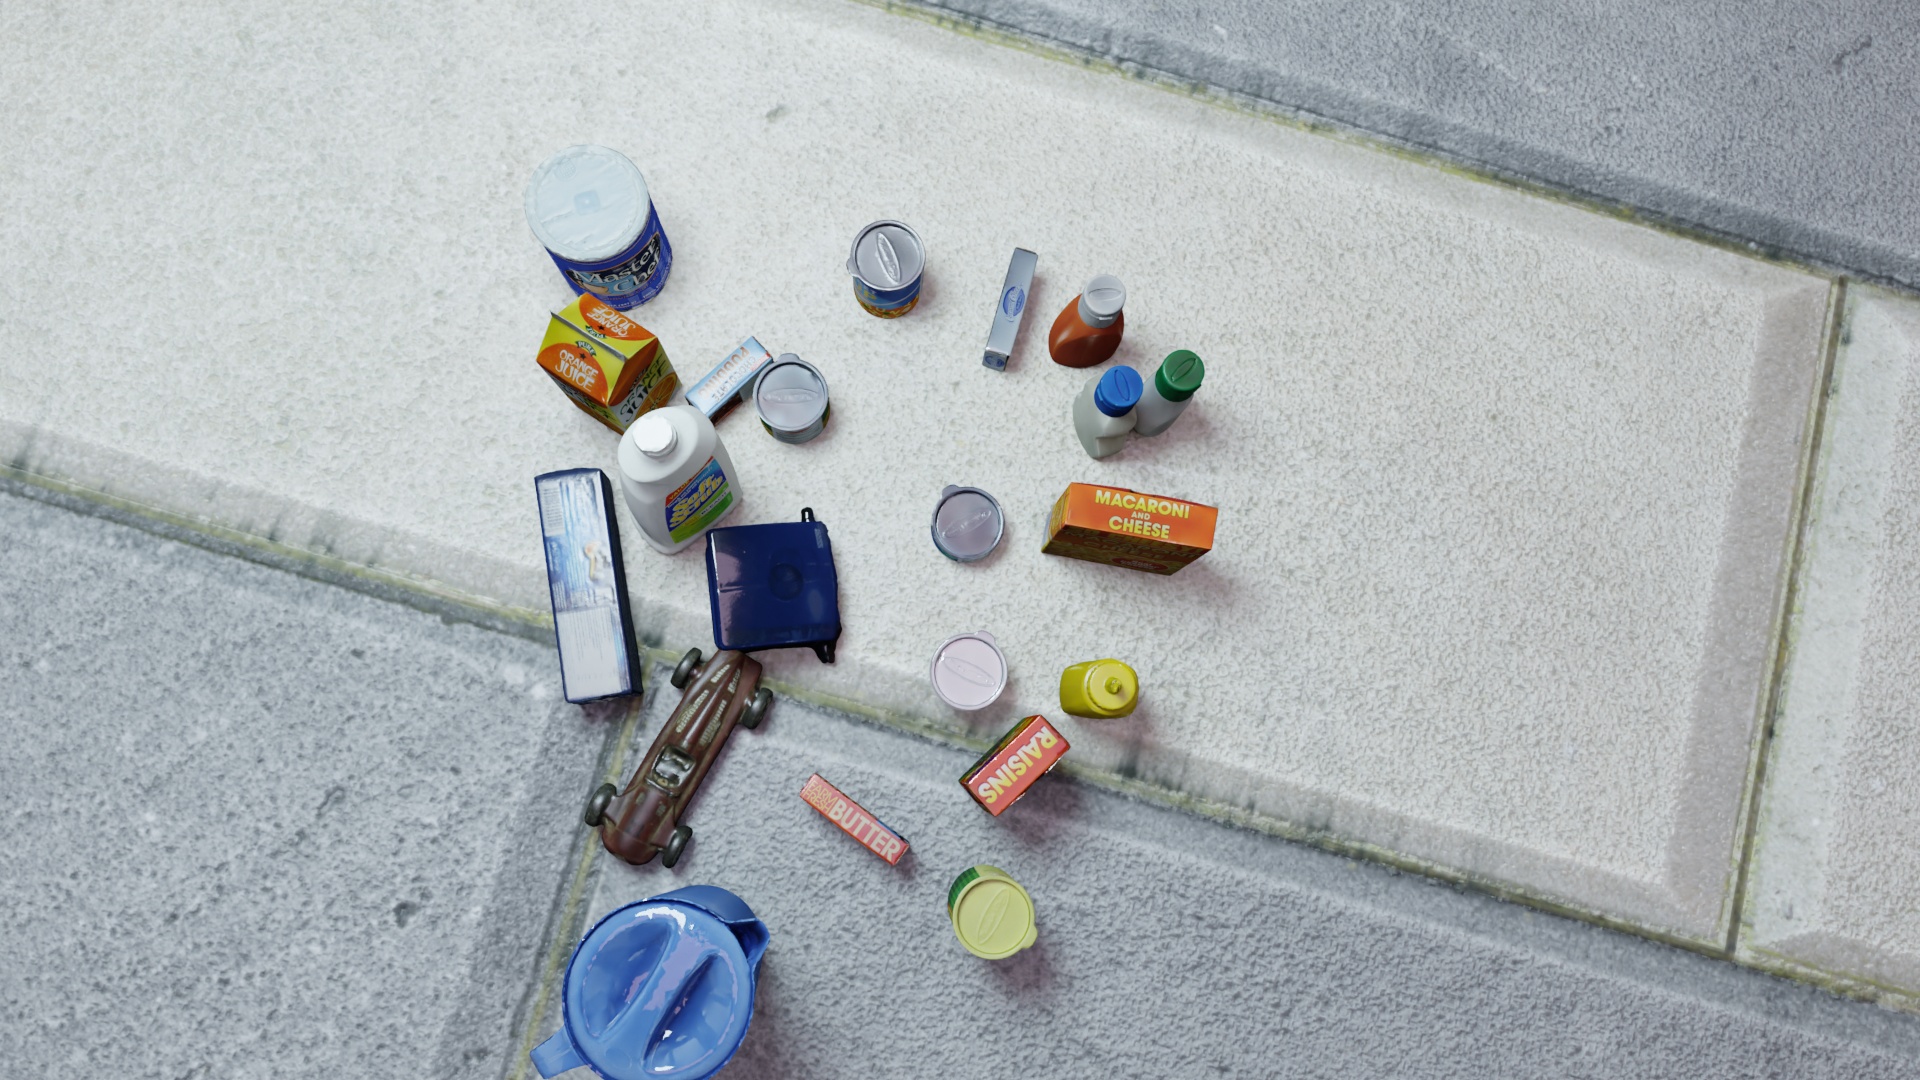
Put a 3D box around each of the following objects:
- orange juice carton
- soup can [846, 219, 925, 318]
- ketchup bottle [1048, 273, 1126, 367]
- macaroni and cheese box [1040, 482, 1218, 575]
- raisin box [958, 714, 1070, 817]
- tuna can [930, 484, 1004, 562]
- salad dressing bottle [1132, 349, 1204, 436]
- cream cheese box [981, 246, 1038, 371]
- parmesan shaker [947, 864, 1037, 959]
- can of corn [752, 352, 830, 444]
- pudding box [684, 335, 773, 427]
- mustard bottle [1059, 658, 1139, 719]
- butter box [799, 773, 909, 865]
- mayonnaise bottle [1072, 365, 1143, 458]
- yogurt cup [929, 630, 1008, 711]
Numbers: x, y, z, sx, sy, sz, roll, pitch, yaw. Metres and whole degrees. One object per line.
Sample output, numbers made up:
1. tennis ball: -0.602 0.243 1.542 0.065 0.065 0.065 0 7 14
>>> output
1. orange juice carton: -0.297 -0.147 1.176 0.072 0.192 0.073 33 81 2
2. soup can: -0.069 -0.244 1.261 0.071 0.083 0.071 1 81 -3
3. ketchup bottle: 0.117 -0.194 1.232 0.065 0.148 0.043 -5 81 -4
4. macaroni and cheese box: 0.140 -0.009 1.193 0.124 0.166 0.040 10 81 -2
5. raisin box: 0.043 0.190 1.175 0.086 0.123 0.040 -42 86 -9
6. tuna can: 0.004 -0.016 1.253 0.071 0.032 0.071 1 81 -3
7. salad dressing bottle: 0.182 -0.131 1.226 0.064 0.147 0.044 -42 86 -9
8. cream cheese box: 0.045 -0.212 1.279 0.024 0.053 0.104 16 80 -1
9. parmesan shaker: 0.026 0.311 1.164 0.071 0.103 0.071 1 81 -3
10. can of corn: -0.151 -0.127 1.249 0.071 0.058 0.071 1 81 -3
11. pudding box: -0.207 -0.141 1.253 0.084 0.049 0.030 -44 86 -9
12. mustard bottle: 0.122 0.125 1.172 0.065 0.160 0.049 4 81 -3
13. butter box: -0.092 0.239 1.194 0.103 0.053 0.024 36 81 3
14. mayonnaise bottle: 0.130 -0.116 1.220 0.041 0.148 0.065 -17 82 -6
15. yogurt cup: 0.006 0.117 1.220 0.072 0.054 0.072 1 81 -3
